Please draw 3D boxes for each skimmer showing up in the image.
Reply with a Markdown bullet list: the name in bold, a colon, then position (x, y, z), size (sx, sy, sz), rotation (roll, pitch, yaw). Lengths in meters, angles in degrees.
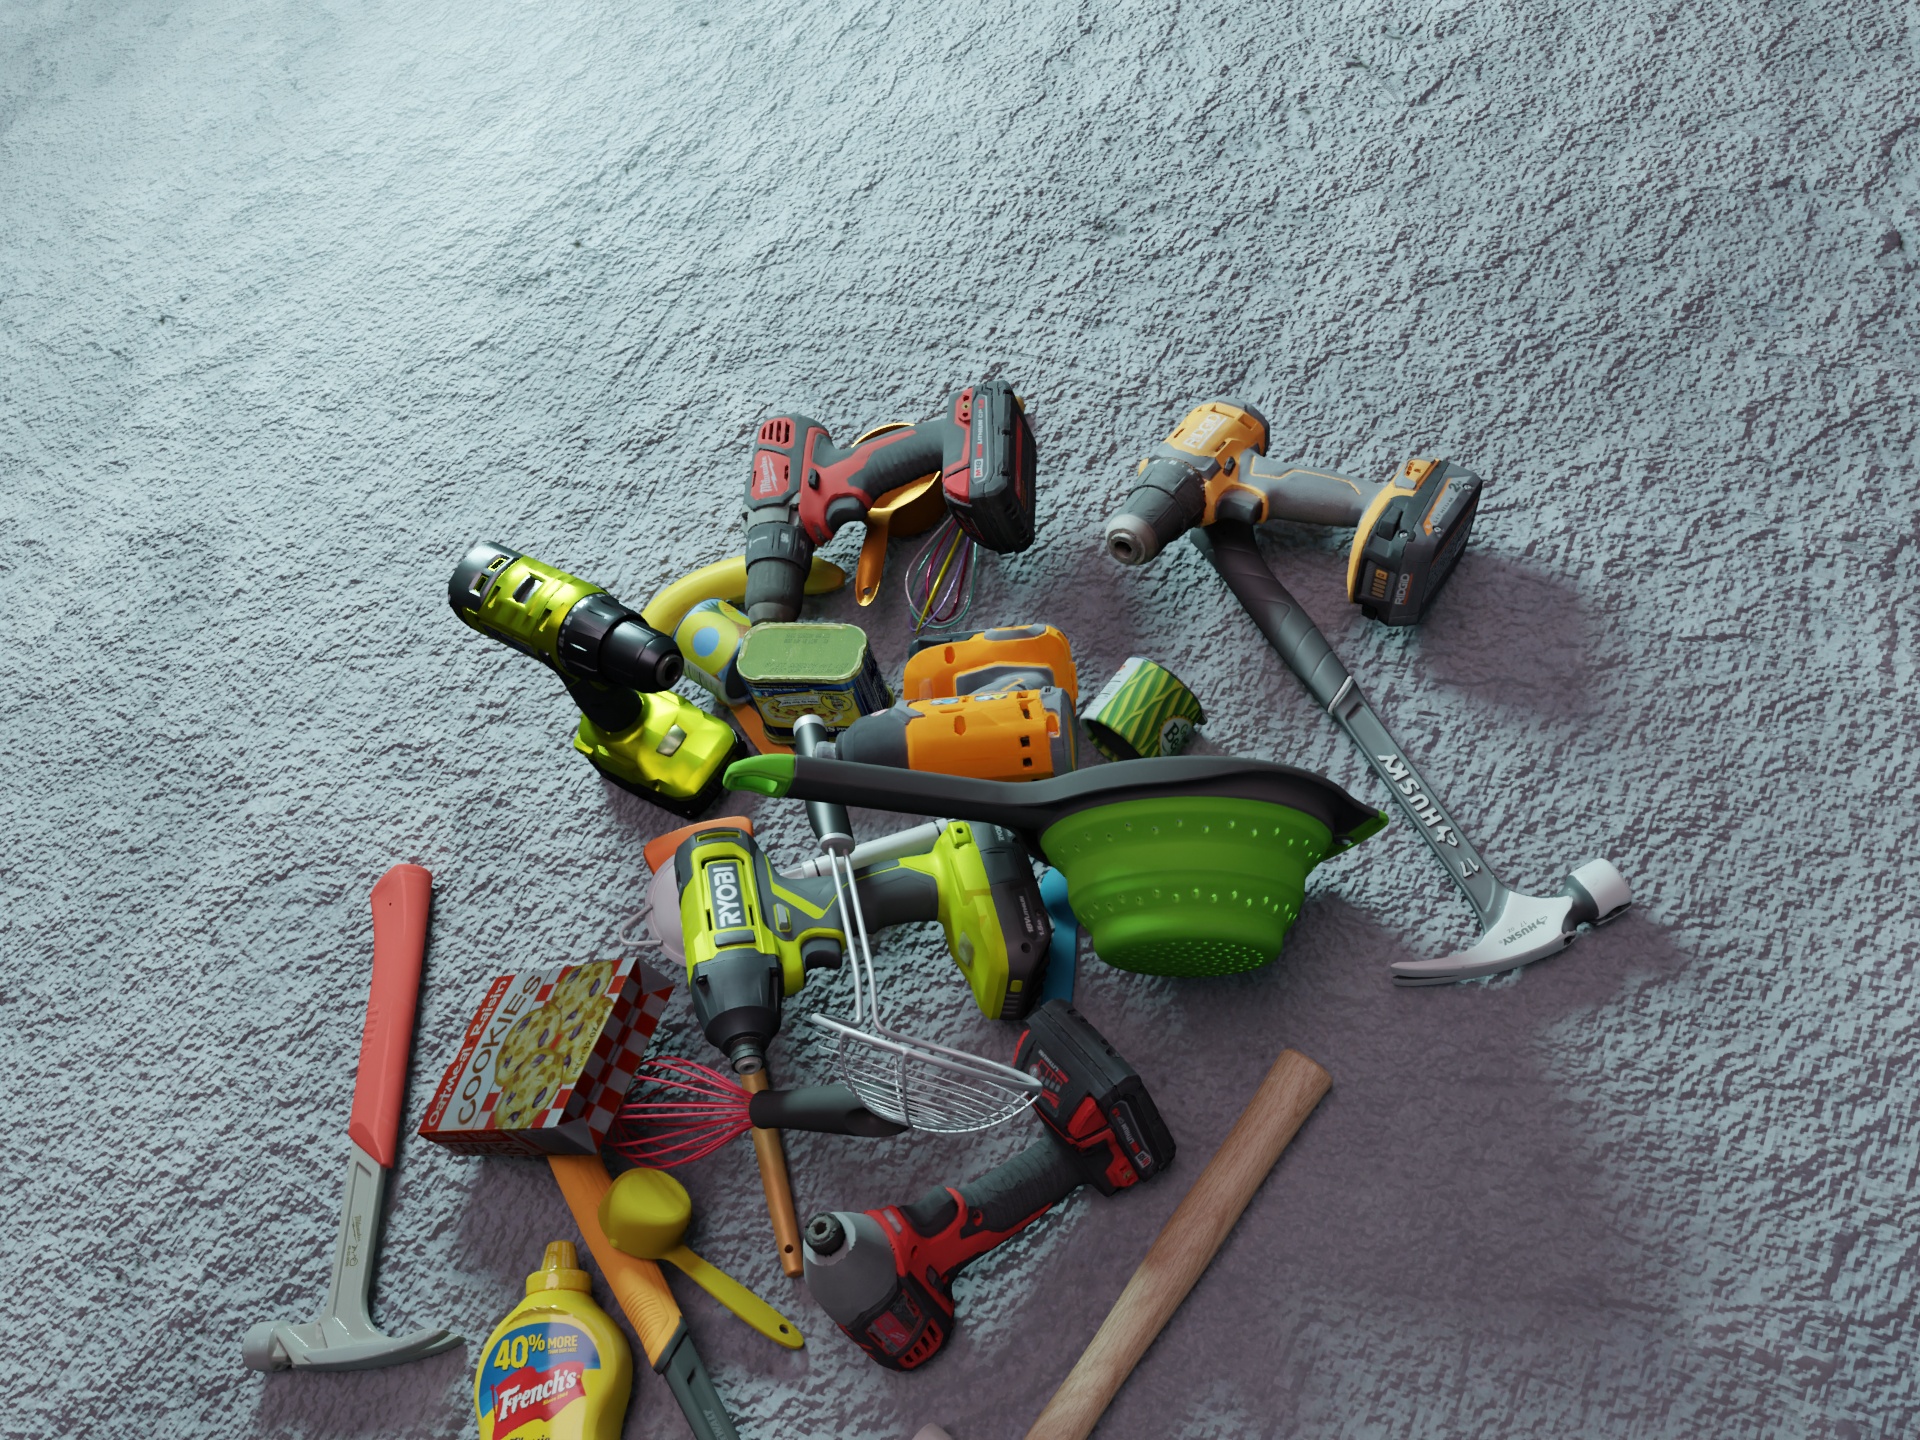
- **skimmer**: position (-0.047, 0.096, 0.939), size (0.090, 0.127, 0.364), rotation (-52, 33, 26)

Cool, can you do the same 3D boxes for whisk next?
- **whisk**: position (0.009, -0.168, 1.265), size (0.051, 0.047, 0.245), rotation (8, 58, 23)
- **whisk**: position (-0.133, 0.239, 0.978), size (0.296, 0.073, 0.073), rotation (-13, 51, 42)

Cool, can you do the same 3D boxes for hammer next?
- **hammer**: position (0.114, 0.332, 0.920), size (0.130, 0.031, 0.331), rotation (30, 71, 31)
- **hammer**: position (-0.404, 0.267, 1.124), size (0.149, 0.036, 0.359), rotation (-10, 57, 11)
- **hammer**: position (0.265, 0.001, 1.081), size (0.149, 0.036, 0.409), rotation (-29, 54, 0)
- **hammer**: position (-0.193, 0.362, 0.964), size (0.337, 0.127, 0.034), rotation (48, 118, 40)

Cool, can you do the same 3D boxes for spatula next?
- **spatula**: position (-0.147, 0.213, 1.073), size (0.081, 0.041, 0.323), rotation (-15, 56, -6)

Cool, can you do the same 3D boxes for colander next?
- **colander**: position (0.057, 0.088, 0.932), size (0.397, 0.204, 0.095), rotation (8, 67, -15)

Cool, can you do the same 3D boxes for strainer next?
- **strainer**: position (-0.112, 0.107, 1.102), size (0.258, 0.050, 0.087), rotation (-17, 76, -13)

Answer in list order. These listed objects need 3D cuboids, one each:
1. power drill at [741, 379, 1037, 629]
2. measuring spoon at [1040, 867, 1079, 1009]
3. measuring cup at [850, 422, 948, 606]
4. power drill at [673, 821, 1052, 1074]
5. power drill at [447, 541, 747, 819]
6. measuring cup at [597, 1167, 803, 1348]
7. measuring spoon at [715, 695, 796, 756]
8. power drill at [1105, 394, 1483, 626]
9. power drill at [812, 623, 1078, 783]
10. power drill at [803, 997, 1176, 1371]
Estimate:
- **power drill**: position (-0.062, -0.158, 1.202), size (0.227, 0.080, 0.188), rotation (-7, 61, 17)
- **measuring spoon**: position (0.066, 0.149, 1.056), size (0.042, 0.021, 0.129), rotation (-1, 57, 17)
- **measuring cup**: position (-0.055, -0.154, 1.272), size (0.095, 0.052, 0.174), rotation (1, 63, 18)
- **power drill**: position (-0.063, 0.139, 1.014), size (0.223, 0.080, 0.171), rotation (-5, 45, -13)
- **power drill**: position (-0.242, -0.023, 1.137), size (0.191, 0.228, 0.080), rotation (23, 68, 28)
- **measuring cup**: position (-0.156, 0.332, 0.986), size (0.156, 0.062, 0.029), rotation (32, 110, 15)
- **measuring spoon**: position (-0.154, 0.012, 1.223), size (0.021, 0.011, 0.117), rotation (-29, 56, -23)
- **power drill**: position (0.228, -0.143, 1.121), size (0.226, 0.084, 0.185), rotation (23, 47, 24)
- **power drill**: position (-0.002, -0.003, 1.056), size (0.164, 0.084, 0.226), rotation (-5, 13, 8)
- **power drill**: position (0.009, 0.272, 0.924), size (0.219, 0.143, 0.079), rotation (-38, 44, -10)
